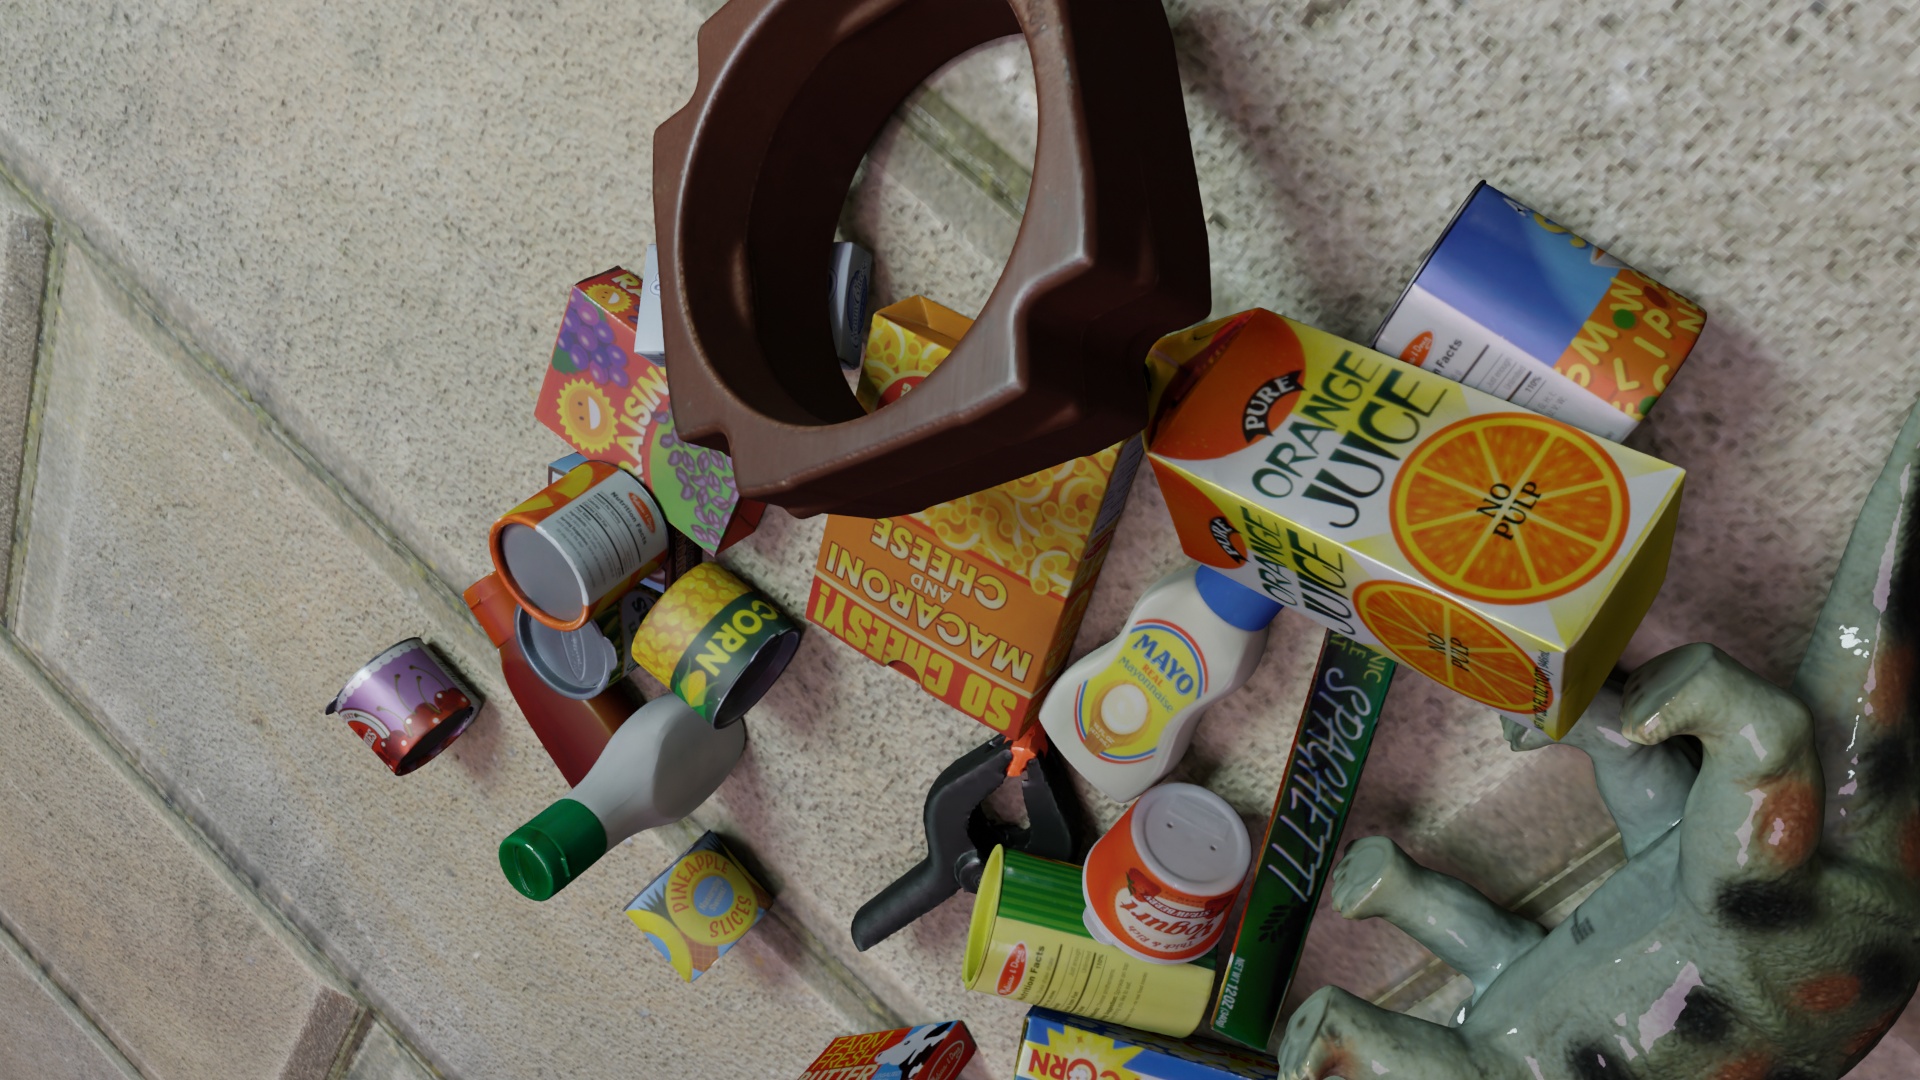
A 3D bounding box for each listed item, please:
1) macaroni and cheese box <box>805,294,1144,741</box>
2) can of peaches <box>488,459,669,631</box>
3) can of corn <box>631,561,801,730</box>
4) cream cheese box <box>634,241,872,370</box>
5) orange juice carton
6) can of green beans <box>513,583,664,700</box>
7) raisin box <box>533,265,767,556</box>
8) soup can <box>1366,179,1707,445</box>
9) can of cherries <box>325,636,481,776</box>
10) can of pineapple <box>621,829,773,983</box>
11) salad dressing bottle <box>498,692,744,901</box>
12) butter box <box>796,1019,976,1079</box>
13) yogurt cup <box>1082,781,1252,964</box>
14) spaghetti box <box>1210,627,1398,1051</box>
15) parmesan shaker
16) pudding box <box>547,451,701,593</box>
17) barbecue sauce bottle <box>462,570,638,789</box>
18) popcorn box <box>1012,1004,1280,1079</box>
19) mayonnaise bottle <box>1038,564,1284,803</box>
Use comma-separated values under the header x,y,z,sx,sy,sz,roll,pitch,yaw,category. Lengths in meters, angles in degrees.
x,y,z,sx,sy,sz,roll,pitch,yaw,category
0.002,-0.008,0.621,0.124,0.040,0.165,28,123,19,macaroni and cheese box
-0.189,0.003,0.684,0.071,0.058,0.071,19,130,25,can of peaches
-0.124,0.052,0.707,0.058,0.071,0.070,38,126,11,can of corn
-0.093,-0.105,0.620,0.104,0.024,0.053,3,83,19,cream cheese box
0.135,-0.017,0.481,0.193,0.073,0.071,29,164,32,orange juice carton
-0.197,0.044,0.753,0.071,0.058,0.071,13,118,26,can of green beans
-0.144,-0.064,0.683,0.123,0.040,0.085,36,126,10,raisin box
0.193,-0.073,0.465,0.084,0.072,0.071,34,125,12,soup can
-0.344,0.105,0.861,0.058,0.072,0.071,45,127,4,can of cherries
-0.149,0.209,0.796,0.058,0.071,0.070,47,127,2,can of pineapple
-0.173,0.130,0.722,0.044,0.148,0.064,5,114,29,salad dressing bottle
-0.045,0.302,0.786,0.103,0.053,0.024,-23,98,36,butter box
0.092,0.142,0.604,0.072,0.073,0.053,33,139,14,yogurt cup
0.149,0.108,0.582,0.029,0.050,0.248,19,120,19,spaghetti box
0.059,0.187,0.642,0.103,0.072,0.071,14,122,-4,parmesan shaker
-0.178,-0.010,0.734,0.084,0.030,0.049,21,120,21,pudding box
-0.230,0.083,0.801,0.064,0.044,0.148,-31,94,37,barbecue sauce bottle
0.091,0.249,0.644,0.127,0.085,0.038,12,82,11,popcorn box
0.094,0.047,0.592,0.065,0.041,0.147,46,128,15,mayonnaise bottle
